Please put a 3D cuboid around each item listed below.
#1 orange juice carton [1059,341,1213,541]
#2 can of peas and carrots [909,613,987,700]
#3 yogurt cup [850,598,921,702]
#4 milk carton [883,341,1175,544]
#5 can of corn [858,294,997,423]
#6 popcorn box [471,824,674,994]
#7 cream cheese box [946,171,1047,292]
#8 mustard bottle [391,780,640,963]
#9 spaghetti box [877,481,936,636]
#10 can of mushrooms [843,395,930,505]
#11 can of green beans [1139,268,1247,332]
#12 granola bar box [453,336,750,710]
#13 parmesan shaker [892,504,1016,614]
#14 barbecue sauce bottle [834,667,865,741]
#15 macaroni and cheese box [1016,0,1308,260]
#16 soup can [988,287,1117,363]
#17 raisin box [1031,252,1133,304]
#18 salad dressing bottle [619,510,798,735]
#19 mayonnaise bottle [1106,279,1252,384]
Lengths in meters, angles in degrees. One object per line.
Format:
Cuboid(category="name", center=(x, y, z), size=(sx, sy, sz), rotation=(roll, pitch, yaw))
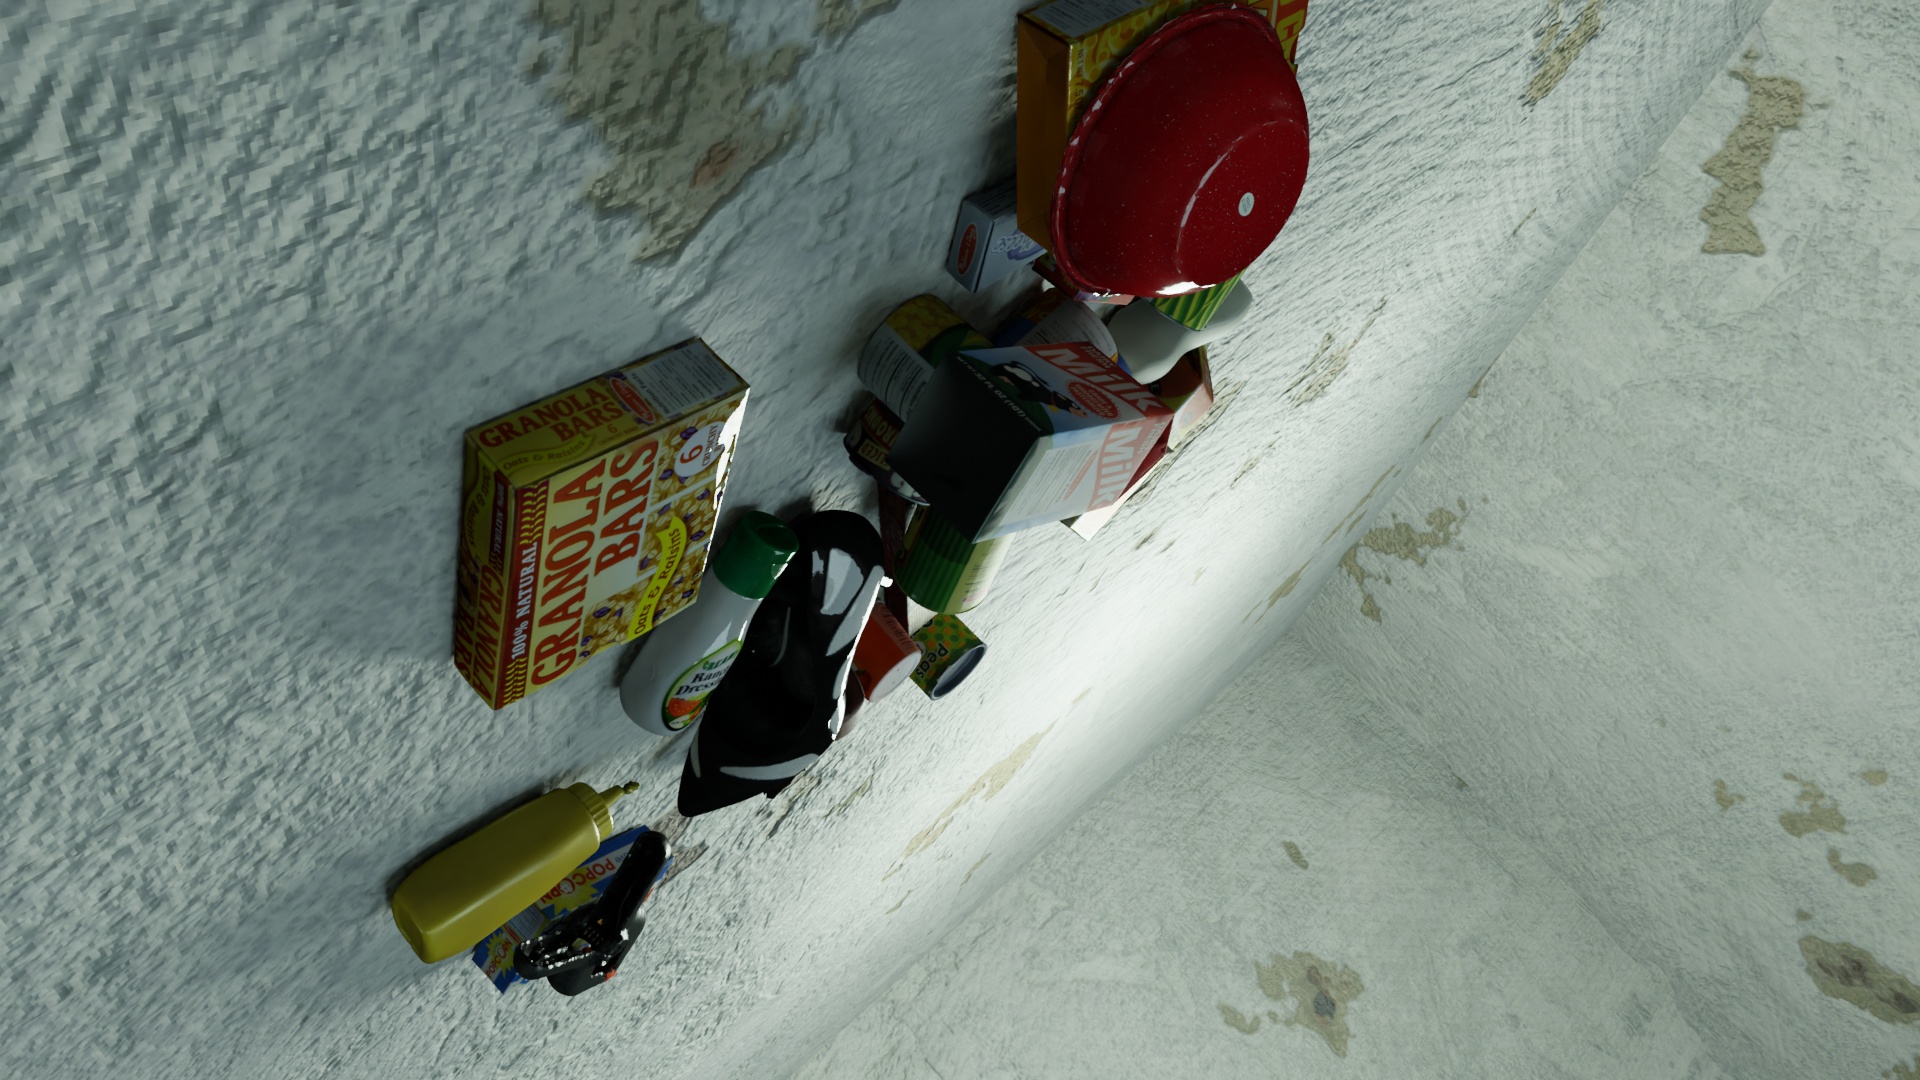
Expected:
Cuboid(category="orange juice carton", center=(0.130, -0.096, 1.080), size=(0.192, 0.073, 0.072), rotation=(-48, 162, 4))
Cuboid(category="can of peas and carrots", center=(-0.022, 0.092, 1.169), size=(0.071, 0.059, 0.070), rotation=(-40, 161, -17))
Cuboid(category="yogurt cup", center=(-0.067, 0.086, 1.061), size=(0.072, 0.054, 0.072), rotation=(-42, 163, -16))
Cuboid(category="milk carton", center=(0.052, -0.061, 0.775), size=(0.191, 0.072, 0.073), rotation=(-14, 142, -54))
Cuboid(category="can of corn", center=(-0.013, -0.095, 0.777), size=(0.071, 0.058, 0.071), rotation=(-41, 161, -17))
Cuboid(category="popcorn box", center=(-0.275, 0.262, 0.996), size=(0.085, 0.038, 0.127), rotation=(-55, 160, 26))
Cuboid(category="cream cheese box", center=(0.040, -0.181, 0.766), size=(0.104, 0.024, 0.053), rotation=(-35, 160, -31))
Cuboid(category="mustard bottle", center=(-0.264, 0.190, 0.845), size=(0.161, 0.049, 0.065), rotation=(-33, 158, -39))
Cuboid(category="spaghetti box", center=(-0.030, 0.001, 1.000), size=(0.050, 0.029, 0.249), rotation=(-40, 161, -18))
Cuboid(category="can of mushrooms", center=(-0.033, -0.053, 0.809), size=(0.033, 0.071, 0.071), rotation=(-53, 161, 18))
Cuboid(category="can of green beans", center=(0.156, -0.186, 0.953), size=(0.057, 0.071, 0.071), rotation=(-55, 161, 23))
Cuboid(category="granola bar box", center=(-0.170, -0.005, 0.649), size=(0.125, 0.039, 0.164), rotation=(-31, 157, -39))
Cuboid(category="parmesan shaker", center=(0.003, -0.011, 0.888), size=(0.071, 0.071, 0.102), rotation=(-31, 156, -39))
Cuboid(category="barbecue sauce bottle", center=(-0.106, 0.126, 1.052), size=(0.044, 0.065, 0.148), rotation=(-40, 170, -19))
Cuboid(category="macaroni and cheese box", center=(0.104, -0.232, 0.708), size=(0.167, 0.040, 0.123), rotation=(-32, 146, -23))
Cuboid(category="soup can", center=(0.046, -0.109, 0.876), size=(0.084, 0.071, 0.071), rotation=(-43, 162, -13))
Cuboid(category="raisin box", center=(0.106, -0.204, 0.844), size=(0.123, 0.040, 0.086), rotation=(-55, 161, 24))
Cuboid(category="salad dressing bottle", center=(-0.146, 0.049, 0.811), size=(0.147, 0.044, 0.064), rotation=(-54, 160, 23))
Cuboid(category="mayonnaise bottle", center=(0.139, -0.149, 1.009), size=(0.148, 0.065, 0.041), rotation=(-38, 165, -13))
